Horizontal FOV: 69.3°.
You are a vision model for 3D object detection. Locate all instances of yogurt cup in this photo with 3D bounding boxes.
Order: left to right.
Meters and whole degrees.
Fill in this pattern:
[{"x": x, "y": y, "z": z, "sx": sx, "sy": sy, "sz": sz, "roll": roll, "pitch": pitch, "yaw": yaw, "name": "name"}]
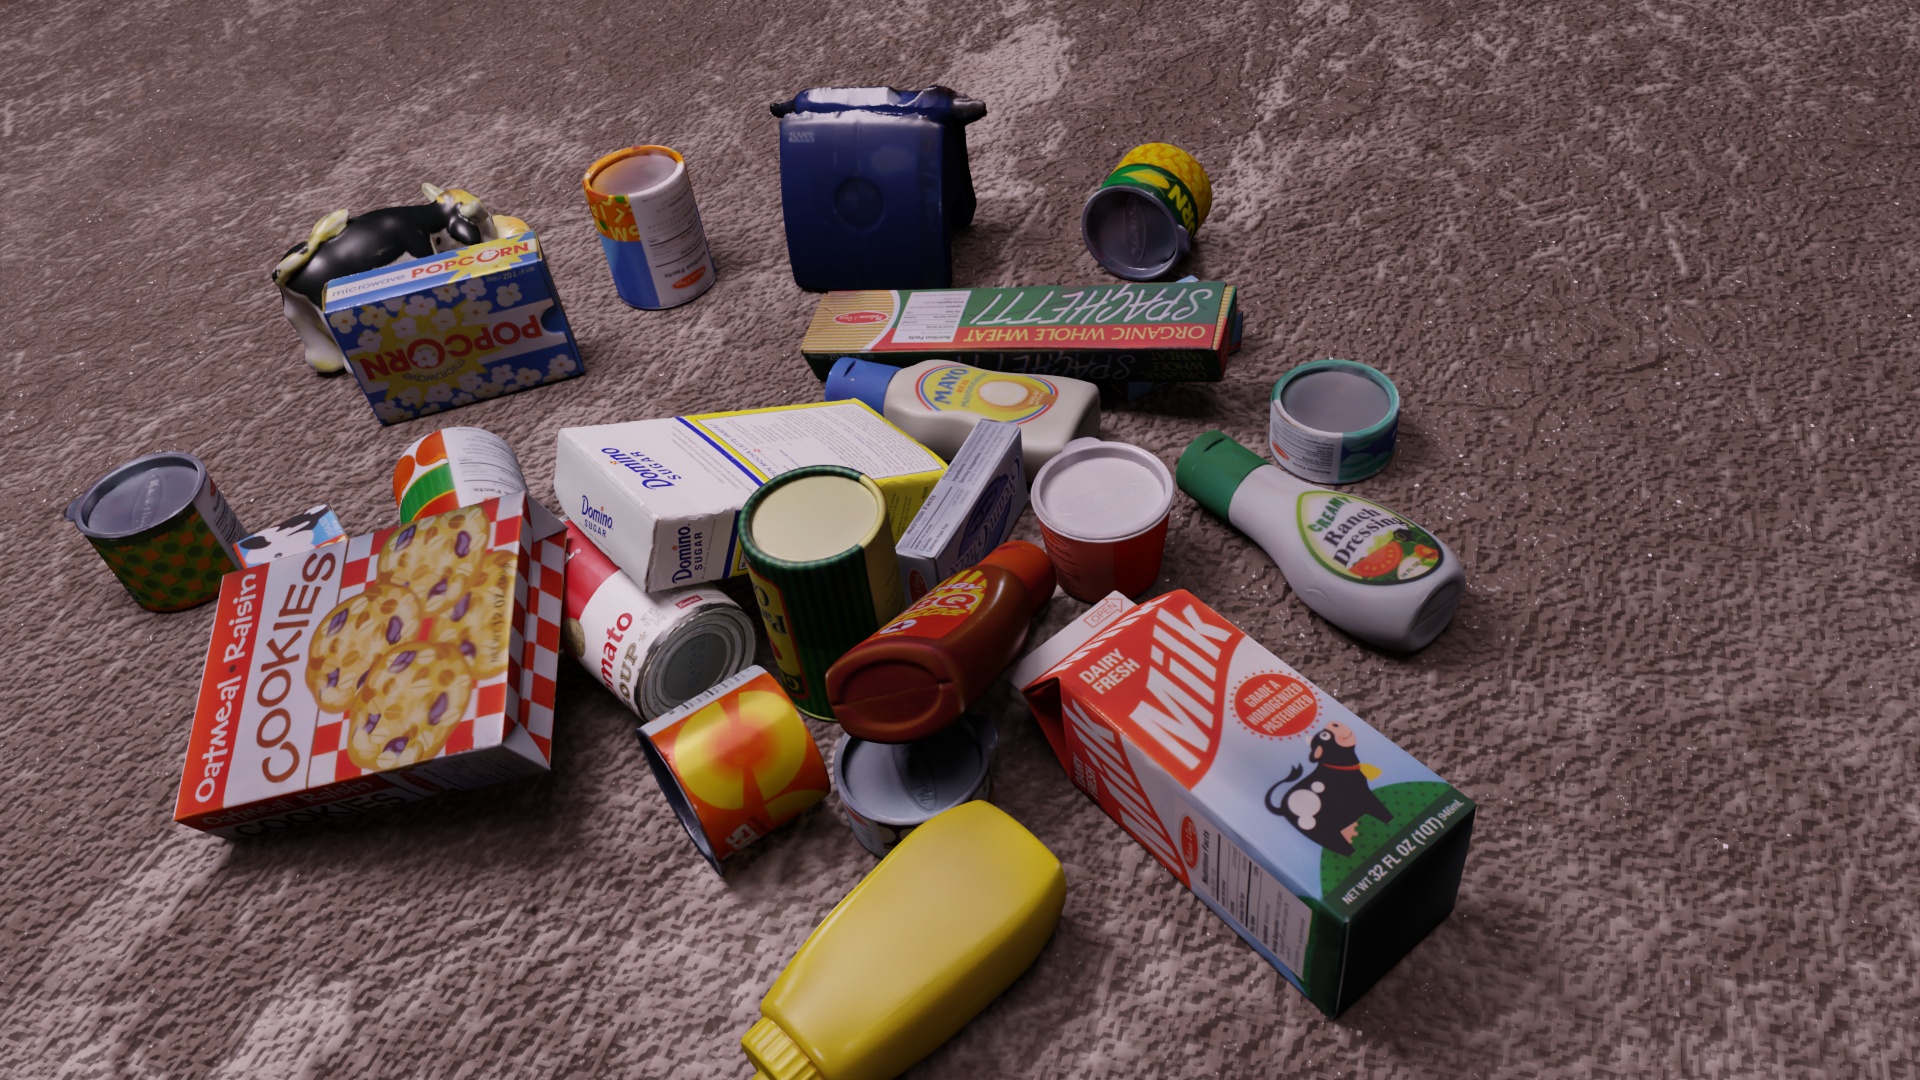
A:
[{"x": 0.070, "y": -0.006, "z": 0.675, "sx": 0.072, "sy": 0.053, "sz": 0.073, "roll": -4, "pitch": 44, "yaw": 4, "name": "yogurt cup"}]

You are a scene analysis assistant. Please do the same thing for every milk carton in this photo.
[{"x": 0.103, "y": 0.088, "z": 0.559, "sx": 0.072, "sy": 0.073, "sz": 0.191, "roll": -33, "pitch": 49, "yaw": -23, "name": "milk carton"}]

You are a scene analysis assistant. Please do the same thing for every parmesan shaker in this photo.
[{"x": -0.059, "y": 0.022, "z": 0.629, "sx": 0.071, "sy": 0.102, "sz": 0.072, "roll": -4, "pitch": 44, "yaw": 4, "name": "parmesan shaker"}]

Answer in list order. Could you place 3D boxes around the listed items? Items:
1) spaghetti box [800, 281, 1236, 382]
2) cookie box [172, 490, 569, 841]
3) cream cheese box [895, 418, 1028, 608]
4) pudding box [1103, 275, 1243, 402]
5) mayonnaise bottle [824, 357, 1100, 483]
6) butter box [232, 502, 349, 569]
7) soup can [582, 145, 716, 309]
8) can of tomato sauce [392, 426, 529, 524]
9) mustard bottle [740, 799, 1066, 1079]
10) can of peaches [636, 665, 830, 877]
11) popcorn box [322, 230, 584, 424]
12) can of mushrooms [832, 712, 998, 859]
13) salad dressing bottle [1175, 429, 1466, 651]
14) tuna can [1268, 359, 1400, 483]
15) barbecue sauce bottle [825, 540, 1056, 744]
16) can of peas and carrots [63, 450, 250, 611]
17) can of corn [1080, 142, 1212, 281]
[{"x": 0.029, "y": -0.116, "z": 0.781, "sx": 0.250, "sy": 0.028, "sz": 0.050, "roll": 3, "pitch": 56, "yaw": 24, "name": "spaghetti box"}, {"x": -0.261, "y": 0.057, "z": 0.622, "sx": 0.167, "sy": 0.040, "sz": 0.123, "roll": -14, "pitch": 58, "yaw": 14, "name": "cookie box"}, {"x": 0.002, "y": -0.009, "z": 0.688, "sx": 0.024, "sy": 0.053, "sz": 0.104, "roll": 14, "pitch": 48, "yaw": 21, "name": "cream cheese box"}, {"x": 0.115, "y": -0.118, "z": 0.800, "sx": 0.084, "sy": 0.030, "sz": 0.050, "roll": -26, "pitch": 48, "yaw": -17, "name": "pudding box"}, {"x": -0.002, "y": -0.071, "z": 0.761, "sx": 0.148, "sy": 0.041, "sz": 0.065, "roll": 13, "pitch": 48, "yaw": 20, "name": "mayonnaise bottle"}, {"x": -0.336, "y": 0.024, "z": 0.724, "sx": 0.053, "sy": 0.024, "sz": 0.104, "roll": -29, "pitch": 48, "yaw": -21, "name": "butter box"}, {"x": -0.202, "y": -0.203, "z": 0.896, "sx": 0.071, "sy": 0.083, "sz": 0.072, "roll": -5, "pitch": 44, "yaw": 5, "name": "soup can"}, {"x": -0.255, "y": -0.008, "z": 0.718, "sx": 0.071, "sy": 0.070, "sz": 0.083, "roll": -22, "pitch": 45, "yaw": -14, "name": "can of tomato sauce"}, {"x": -0.032, "y": 0.166, "z": 0.517, "sx": 0.161, "sy": 0.048, "sz": 0.065, "roll": -37, "pitch": 51, "yaw": -26, "name": "mustard bottle"}, {"x": -0.094, "y": 0.096, "z": 0.587, "sx": 0.058, "sy": 0.071, "sz": 0.071, "roll": -30, "pitch": 48, "yaw": -21, "name": "can of peaches"}, {"x": -0.301, "y": -0.126, "z": 0.830, "sx": 0.127, "sy": 0.084, "sz": 0.038, "roll": -16, "pitch": 44, "yaw": -8, "name": "popcorn box"}, {"x": -0.017, "y": 0.101, "z": 0.592, "sx": 0.071, "sy": 0.033, "sz": 0.071, "roll": -5, "pitch": 43, "yaw": 4, "name": "can of mushrooms"}, {"x": 0.167, "y": -0.004, "z": 0.666, "sx": 0.064, "sy": 0.043, "sz": 0.148, "roll": -32, "pitch": 49, "yaw": -24, "name": "salad dressing bottle"}, {"x": 0.198, "y": -0.065, "z": 0.732, "sx": 0.071, "sy": 0.032, "sz": 0.071, "roll": -4, "pitch": 44, "yaw": 4, "name": "tuna can"}, {"x": 0.001, "y": 0.039, "z": 0.609, "sx": 0.065, "sy": 0.043, "sz": 0.149, "roll": -14, "pitch": 11, "yaw": 27, "name": "barbecue sauce bottle"}, {"x": -0.426, "y": -0.004, "z": 0.741, "sx": 0.071, "sy": 0.058, "sz": 0.071, "roll": -5, "pitch": 44, "yaw": 5, "name": "can of peas and carrots"}, {"x": 0.119, "y": -0.204, "z": 0.863, "sx": 0.071, "sy": 0.070, "sz": 0.058, "roll": 16, "pitch": 48, "yaw": 23, "name": "can of corn"}]
